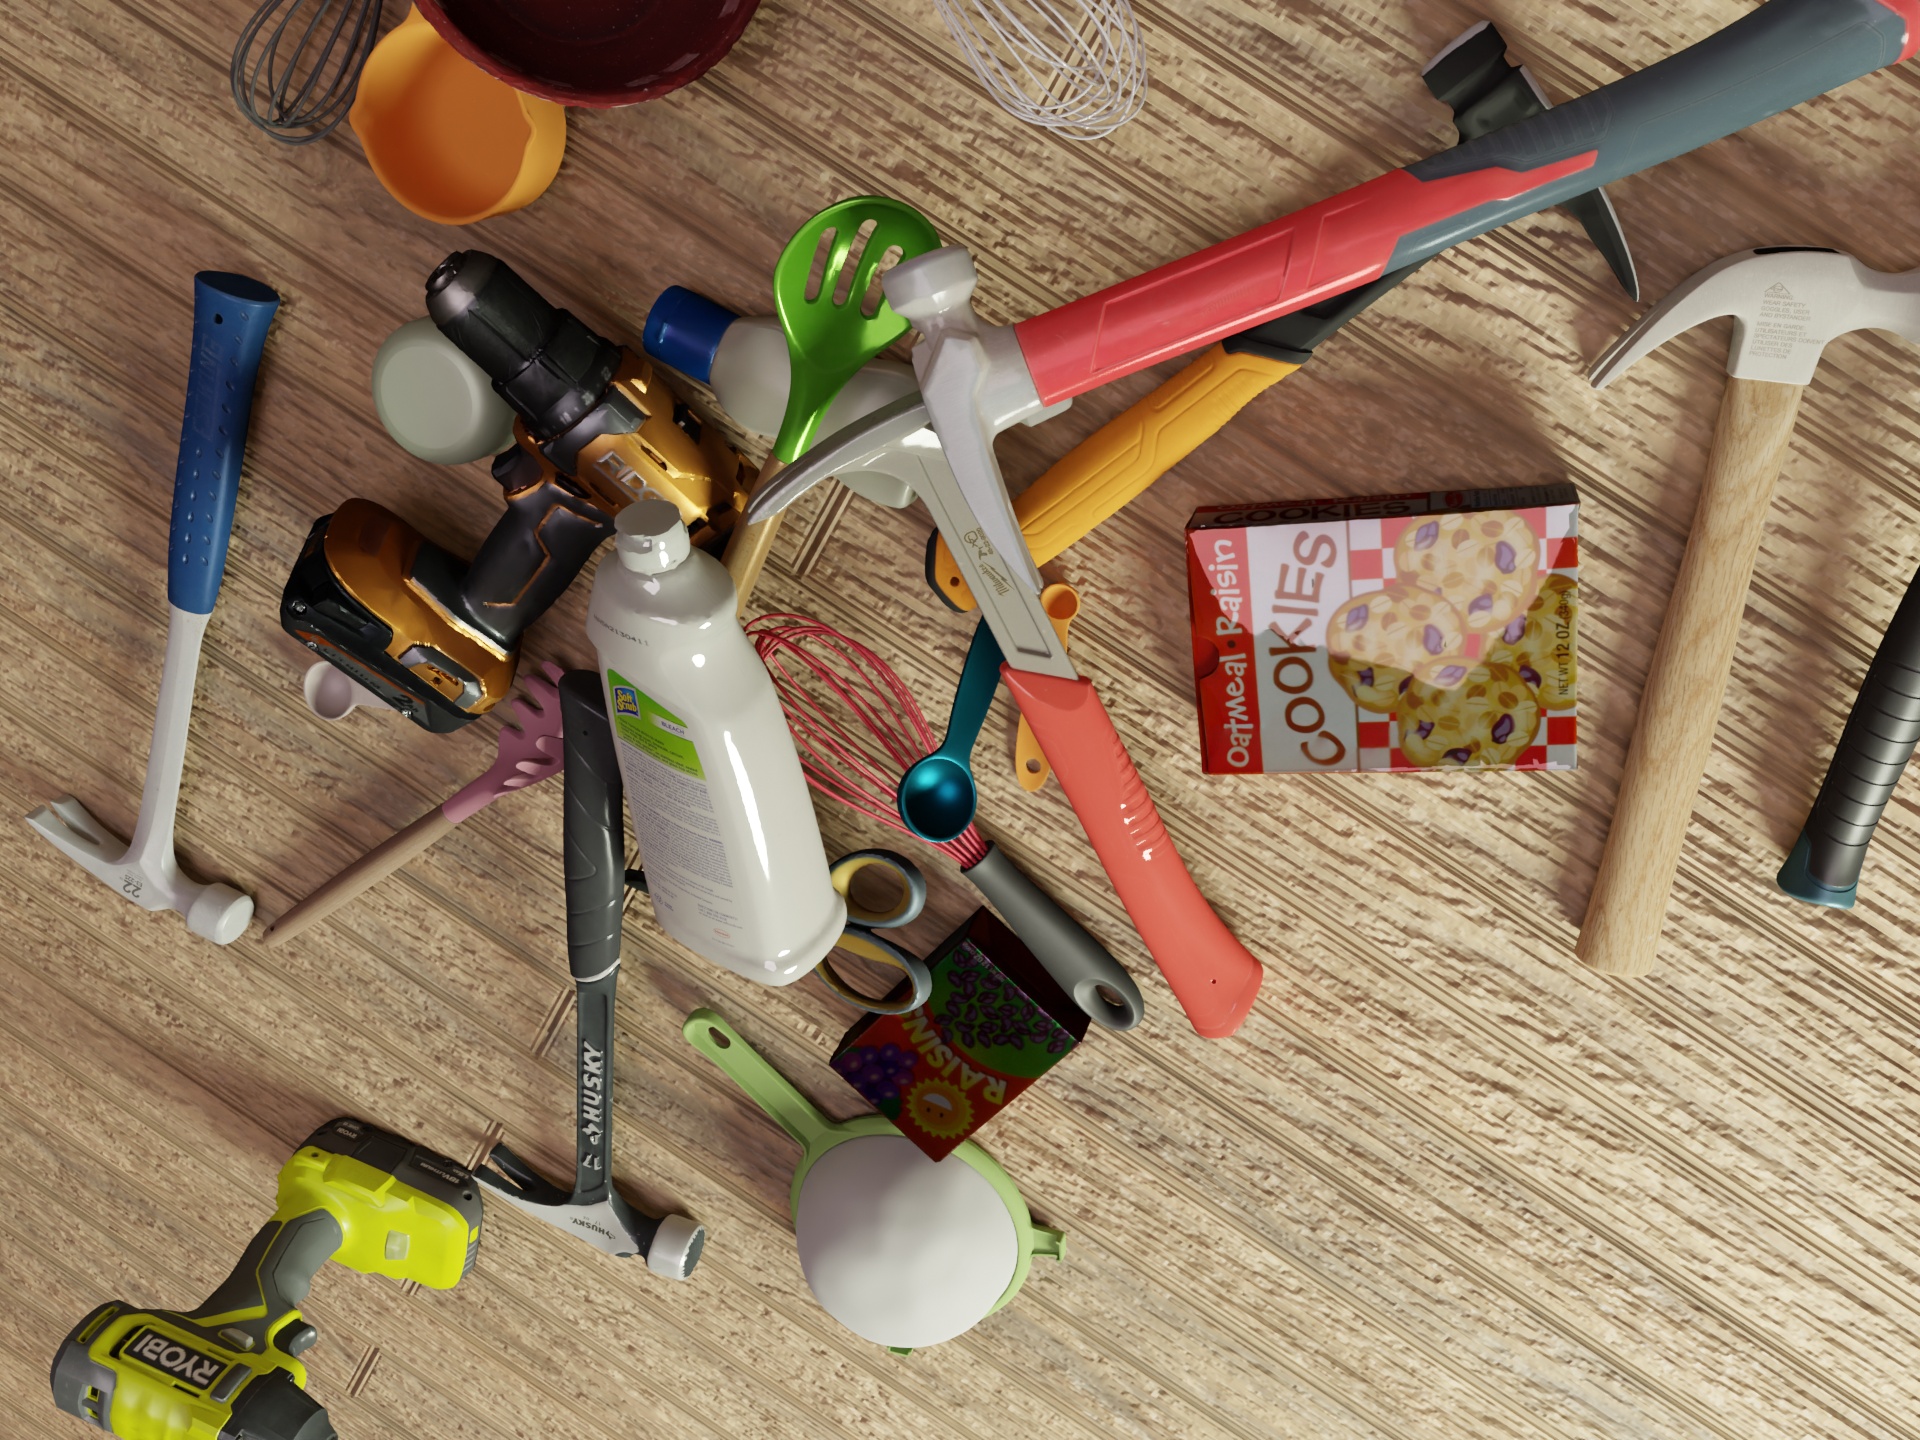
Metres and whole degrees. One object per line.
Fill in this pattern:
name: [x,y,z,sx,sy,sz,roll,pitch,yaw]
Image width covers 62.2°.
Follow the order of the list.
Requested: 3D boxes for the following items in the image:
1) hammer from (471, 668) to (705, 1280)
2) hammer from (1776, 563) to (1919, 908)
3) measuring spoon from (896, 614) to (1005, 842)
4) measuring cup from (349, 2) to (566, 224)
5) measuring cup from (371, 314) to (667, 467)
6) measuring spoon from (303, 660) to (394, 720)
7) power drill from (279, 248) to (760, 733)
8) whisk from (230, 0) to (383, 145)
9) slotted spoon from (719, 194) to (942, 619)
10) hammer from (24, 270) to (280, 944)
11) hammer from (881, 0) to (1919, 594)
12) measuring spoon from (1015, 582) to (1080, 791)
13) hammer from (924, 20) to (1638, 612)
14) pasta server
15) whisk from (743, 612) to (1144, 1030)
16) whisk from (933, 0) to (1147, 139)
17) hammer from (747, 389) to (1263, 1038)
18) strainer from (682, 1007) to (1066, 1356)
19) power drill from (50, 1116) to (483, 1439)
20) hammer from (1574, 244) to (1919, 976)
hammer: [-0.210,0.152,0.900,0.149,0.036,0.408,16,122,12]
hammer: [0.389,-0.058,0.624,0.033,0.128,0.330,12,124,12]
measuring spoon: [-0.001,-0.002,0.774,0.042,0.129,0.021,26,164,-29]
measuring cup: [-0.227,-0.318,0.727,0.095,0.052,0.173,8,112,14]
measuring cup: [-0.219,-0.153,0.798,0.167,0.038,0.083,19,116,10]
measuring spoon: [-0.312,-0.016,0.893,0.124,0.018,0.034,3,99,16]
power drill: [-0.231,-0.107,0.770,0.226,0.084,0.185,-30,127,24]
whisk: [-0.264,-0.366,0.724,0.055,0.055,0.239,41,113,-3]
slotted spoon: [-0.090,-0.101,0.729,0.070,0.031,0.313,10,128,-26]
hammer: [-0.447,-0.059,0.907,0.144,0.035,0.405,25,116,5]
hammer: [0.172,-0.178,0.617,0.386,0.038,0.143,-20,101,10]
measuring spoon: [0.043,-0.016,0.795,0.021,0.011,0.116,14,118,12]
hammer: [0.120,-0.143,0.704,0.337,0.034,0.127,-34,98,26]
pasta server: [-0.316,0.061,0.917,0.316,0.060,0.040,-31,137,28]
whisk: [-0.005,0.056,0.814,0.073,0.073,0.295,-37,104,26]
whisk: [-0.030,-0.348,0.654,0.284,0.070,0.070,46,117,0]
hammer: [0.047,0.013,0.749,0.149,0.037,0.358,-26,113,7]
strainer: [-0.074,0.271,0.912,0.256,0.069,0.151,46,117,-7]
power drill: [-0.392,0.351,0.954,0.171,0.223,0.080,20,116,8]
hammer: [0.317,-0.035,0.691,0.130,0.031,0.331,10,114,12]
